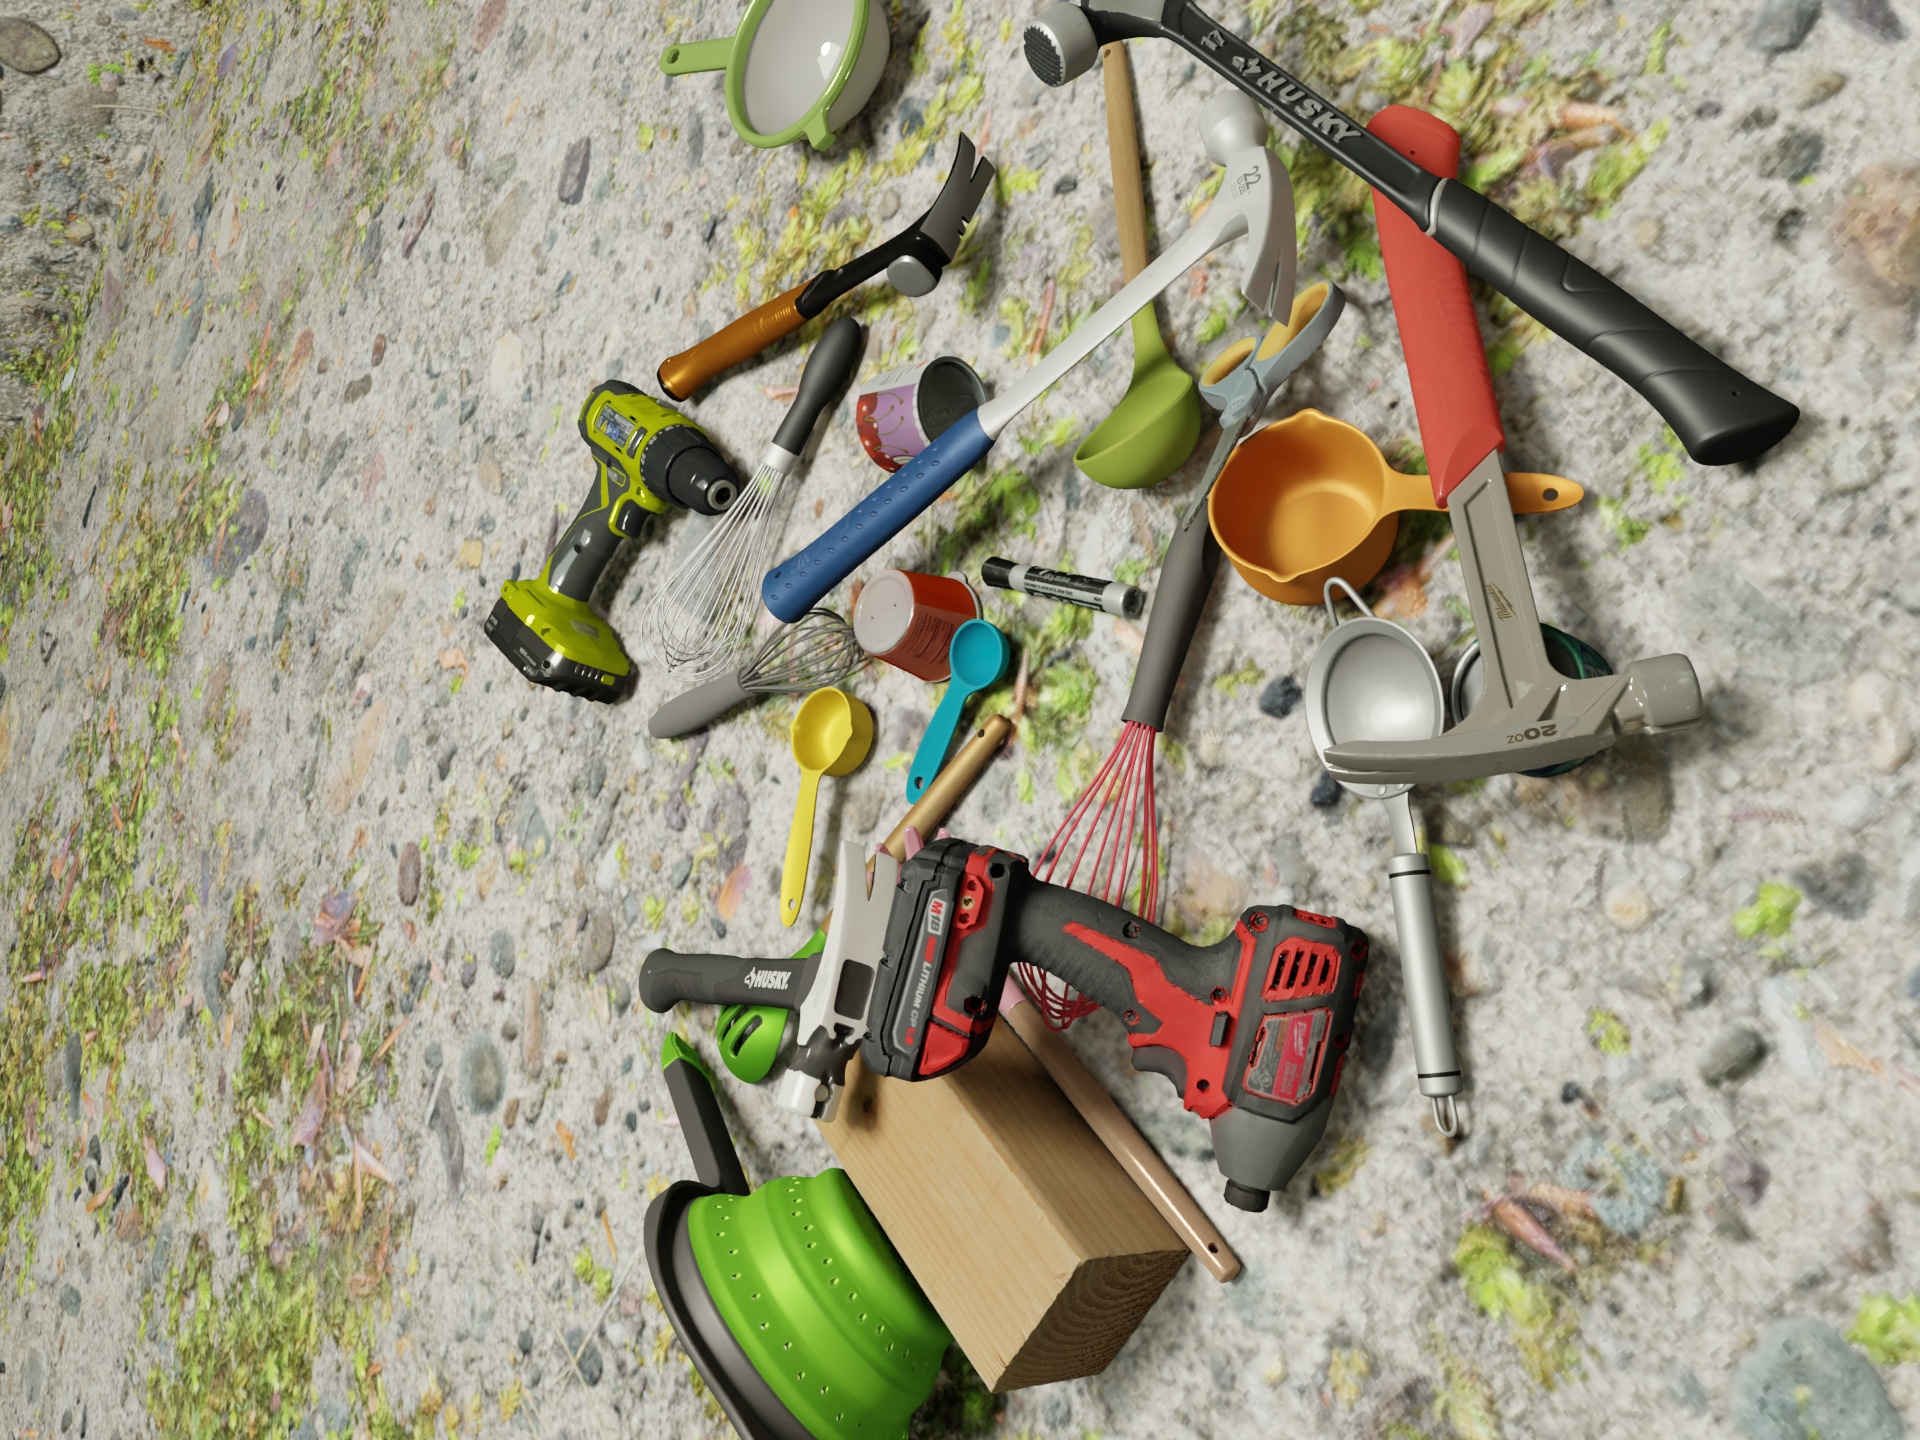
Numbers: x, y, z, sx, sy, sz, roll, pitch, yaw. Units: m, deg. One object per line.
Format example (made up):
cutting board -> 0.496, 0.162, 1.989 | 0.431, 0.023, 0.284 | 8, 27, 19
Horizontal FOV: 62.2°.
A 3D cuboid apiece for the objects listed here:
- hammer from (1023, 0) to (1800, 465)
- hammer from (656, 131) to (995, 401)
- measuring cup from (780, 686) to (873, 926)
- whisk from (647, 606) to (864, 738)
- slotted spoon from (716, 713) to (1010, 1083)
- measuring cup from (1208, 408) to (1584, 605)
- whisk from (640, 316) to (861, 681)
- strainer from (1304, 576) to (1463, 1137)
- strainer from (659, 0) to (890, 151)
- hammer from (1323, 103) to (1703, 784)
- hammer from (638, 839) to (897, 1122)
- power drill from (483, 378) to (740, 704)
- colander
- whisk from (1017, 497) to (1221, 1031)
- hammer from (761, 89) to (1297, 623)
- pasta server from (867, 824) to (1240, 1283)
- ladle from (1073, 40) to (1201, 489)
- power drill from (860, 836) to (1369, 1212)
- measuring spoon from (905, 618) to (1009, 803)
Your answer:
hammer -> 0.213, -0.253, 0.747 | 0.149, 0.036, 0.409 | -36, 64, -15
hammer -> -0.112, -0.300, 1.128 | 0.337, 0.034, 0.127 | -13, 45, 47
measuring cup -> -0.090, 0.057, 1.029 | 0.062, 0.029, 0.156 | 4, 82, 45
whisk -> -0.148, -0.024, 1.098 | 0.239, 0.055, 0.055 | -22, 64, 43
slotted spoon -> -0.068, 0.113, 0.995 | 0.313, 0.031, 0.070 | -51, 44, 20
measuring cup -> 0.210, -0.098, 0.771 | 0.174, 0.052, 0.095 | 3, 69, 25
whisk -> -0.144, -0.157, 1.124 | 0.070, 0.070, 0.284 | 34, 99, 44
strainer -> 0.206, 0.059, 0.734 | 0.087, 0.050, 0.258 | -24, 68, 57
strainer -> -0.135, -0.492, 1.195 | 0.256, 0.069, 0.151 | 20, 95, 46
hammer -> 0.219, -0.142, 0.735 | 0.149, 0.036, 0.359 | -10, 61, 15
hammer -> -0.132, 0.154, 0.971 | 0.335, 0.035, 0.146 | -14, 57, 61
power drill -> -0.263, -0.133, 1.218 | 0.191, 0.080, 0.228 | 38, 103, 43
colander -> -0.096, 0.277, 0.915 | 0.094, 0.204, 0.397 | -40, 32, -1
whisk -> 0.091, 0.021, 0.845 | 0.073, 0.073, 0.296 | 11, 82, 45
hammer -> 0.023, -0.171, 0.899 | 0.405, 0.035, 0.144 | -36, 46, 34
pasta server -> 0.046, 0.172, 0.860 | 0.060, 0.040, 0.317 | -29, 50, -16
ladle -> 0.094, -0.277, 0.925 | 0.078, 0.062, 0.320 | -23, 61, 42
power drill -> 0.072, 0.141, 0.759 | 0.220, 0.078, 0.143 | 13, 92, 11
measuring spoon -> -0.002, -0.003, 0.973 | 0.042, 0.021, 0.128 | 41, 117, 35
